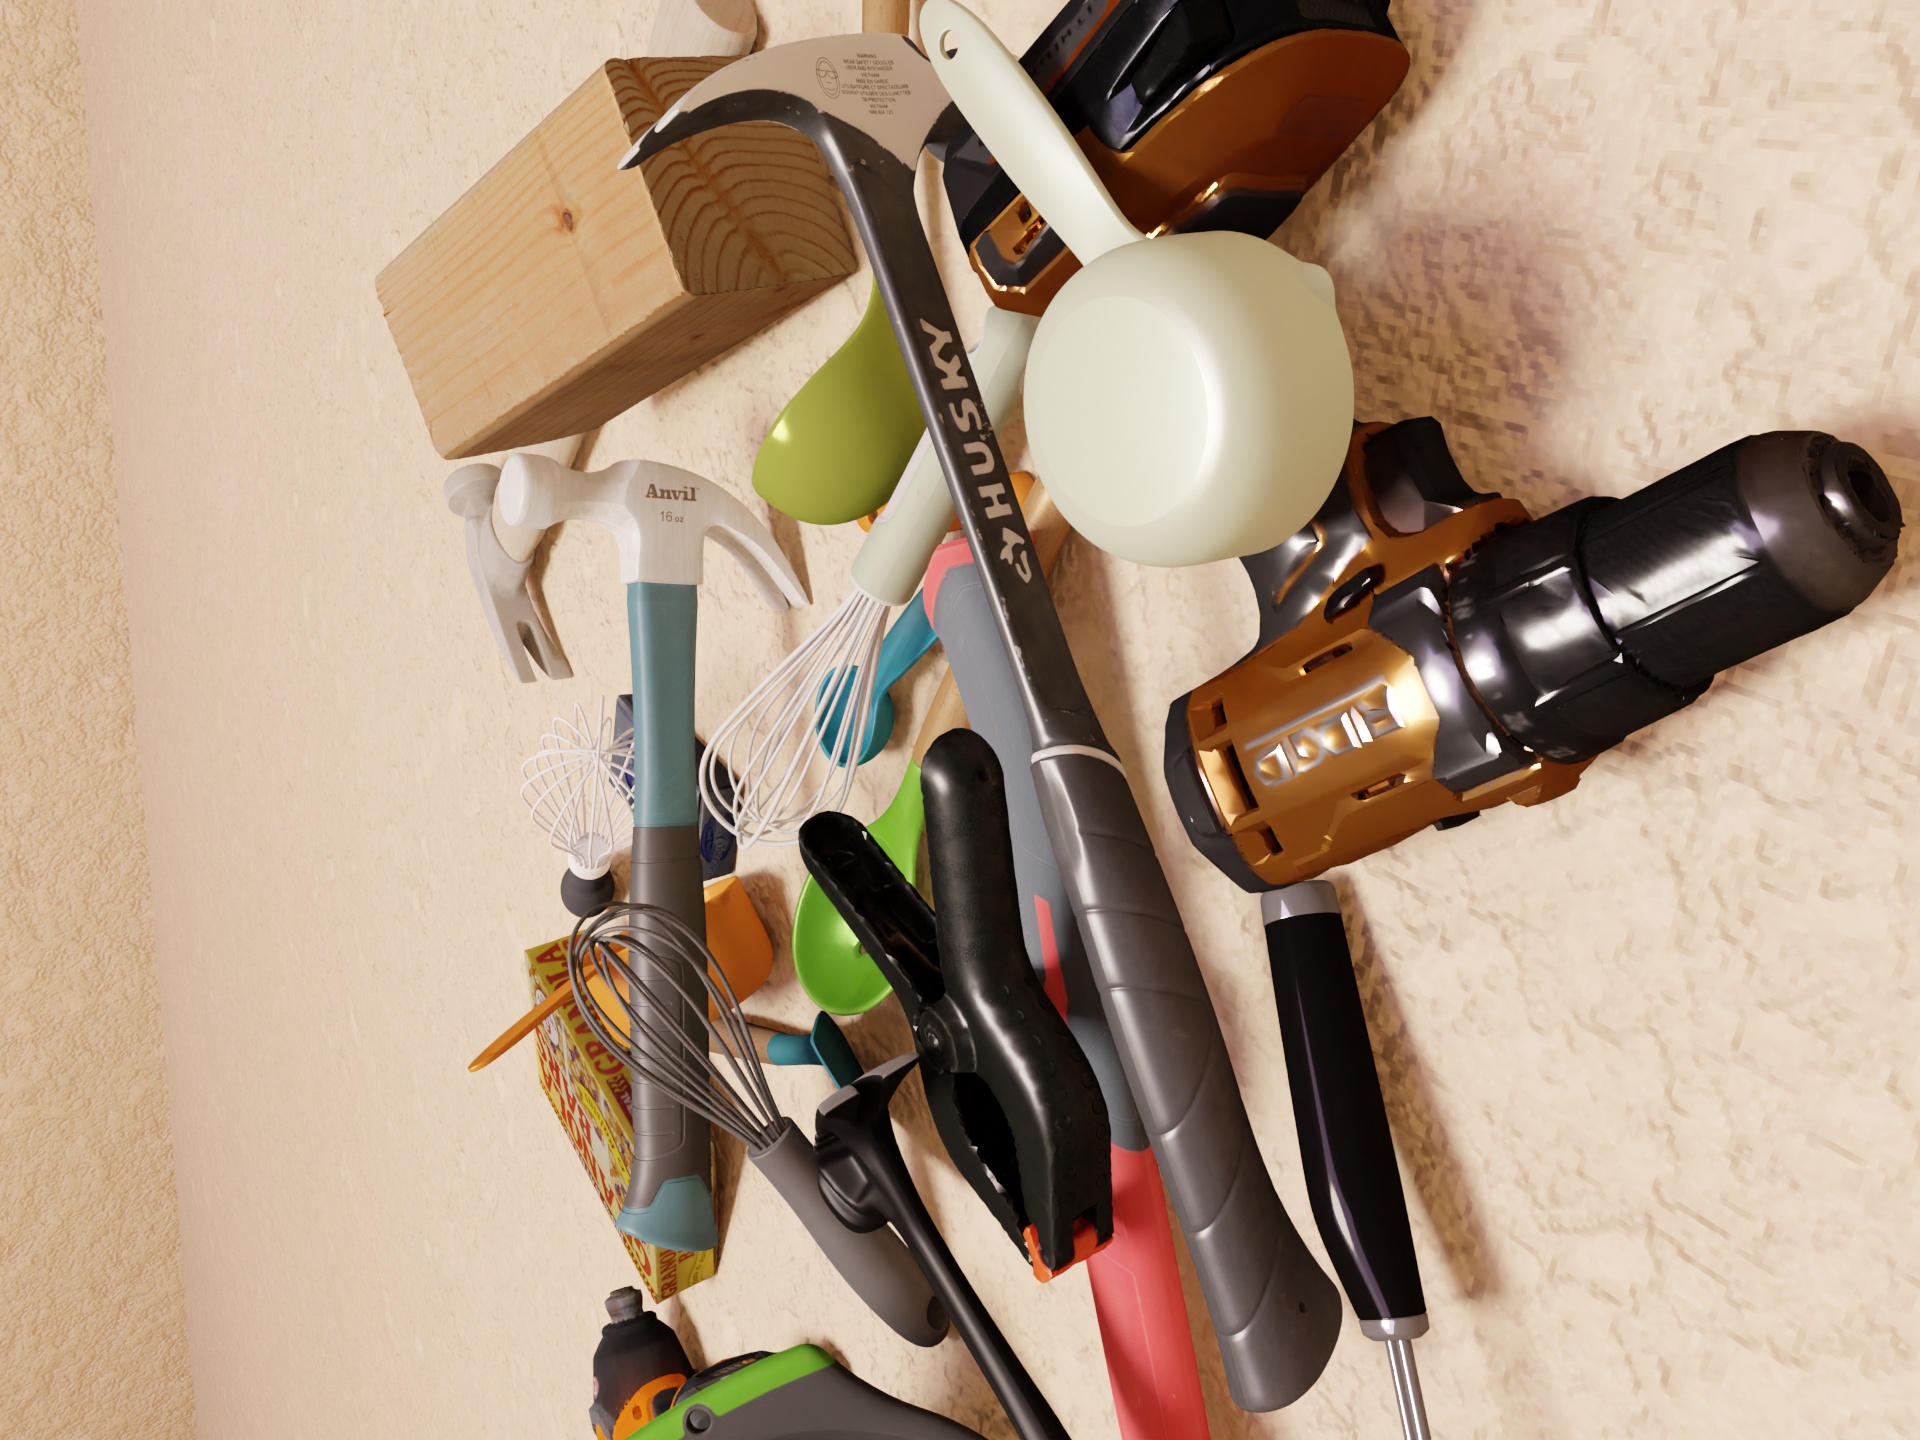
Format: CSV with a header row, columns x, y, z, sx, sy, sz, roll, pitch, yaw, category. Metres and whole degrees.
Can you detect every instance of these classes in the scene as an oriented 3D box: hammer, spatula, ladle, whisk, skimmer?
x,y,z,sx,sy,sz,roll,pitch,yaw,category
0.052,0.255,0.472,0.337,0.034,0.127,54,160,22,hammer
-0.107,0.160,0.760,0.317,0.044,0.082,-7,116,57,spatula
-0.039,-0.231,0.570,0.062,0.078,0.320,5,98,19,ladle
0.055,0.127,0.512,0.143,0.038,0.386,-9,93,54,hammer
0.025,-0.004,0.455,0.036,0.149,0.409,-21,87,46,hammer
-0.125,0.058,0.669,0.033,0.128,0.331,-1,90,56,hammer
-0.186,0.061,0.802,0.284,0.070,0.070,124,129,-66,whisk
0.153,0.217,0.413,0.127,0.090,0.363,116,147,-68,skimmer
-0.034,-0.044,0.584,0.246,0.059,0.058,-59,8,29,whisk
-0.184,-0.181,0.803,0.410,0.038,0.146,-49,59,47,hammer
-0.075,0.167,0.641,0.055,0.055,0.238,-12,118,55,whisk

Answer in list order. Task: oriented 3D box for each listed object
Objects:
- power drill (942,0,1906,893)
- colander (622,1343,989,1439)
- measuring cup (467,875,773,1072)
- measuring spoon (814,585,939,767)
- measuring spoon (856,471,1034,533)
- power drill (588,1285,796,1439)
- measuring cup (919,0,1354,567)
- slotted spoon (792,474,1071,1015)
x,y,z,sx,sy,sz,roll,pitch,yaw,category
0.097,-0.085,0.390,0.185,0.084,0.226,-33,74,50,power drill
-0.006,0.430,0.632,0.397,0.204,0.094,61,178,2,colander
-0.149,0.130,0.711,0.095,0.173,0.052,-25,97,31,measuring cup
-0.017,-0.027,0.622,0.128,0.021,0.042,-47,56,38,measuring spoon
-0.010,-0.080,0.598,0.117,0.011,0.021,5,101,54,measuring spoon
-0.132,0.373,0.815,0.226,0.084,0.164,-34,69,57,power drill
0.024,-0.109,0.375,0.168,0.038,0.083,58,137,13,measuring cup
-0.001,-0.002,0.591,0.070,0.031,0.313,53,135,33,slotted spoon
